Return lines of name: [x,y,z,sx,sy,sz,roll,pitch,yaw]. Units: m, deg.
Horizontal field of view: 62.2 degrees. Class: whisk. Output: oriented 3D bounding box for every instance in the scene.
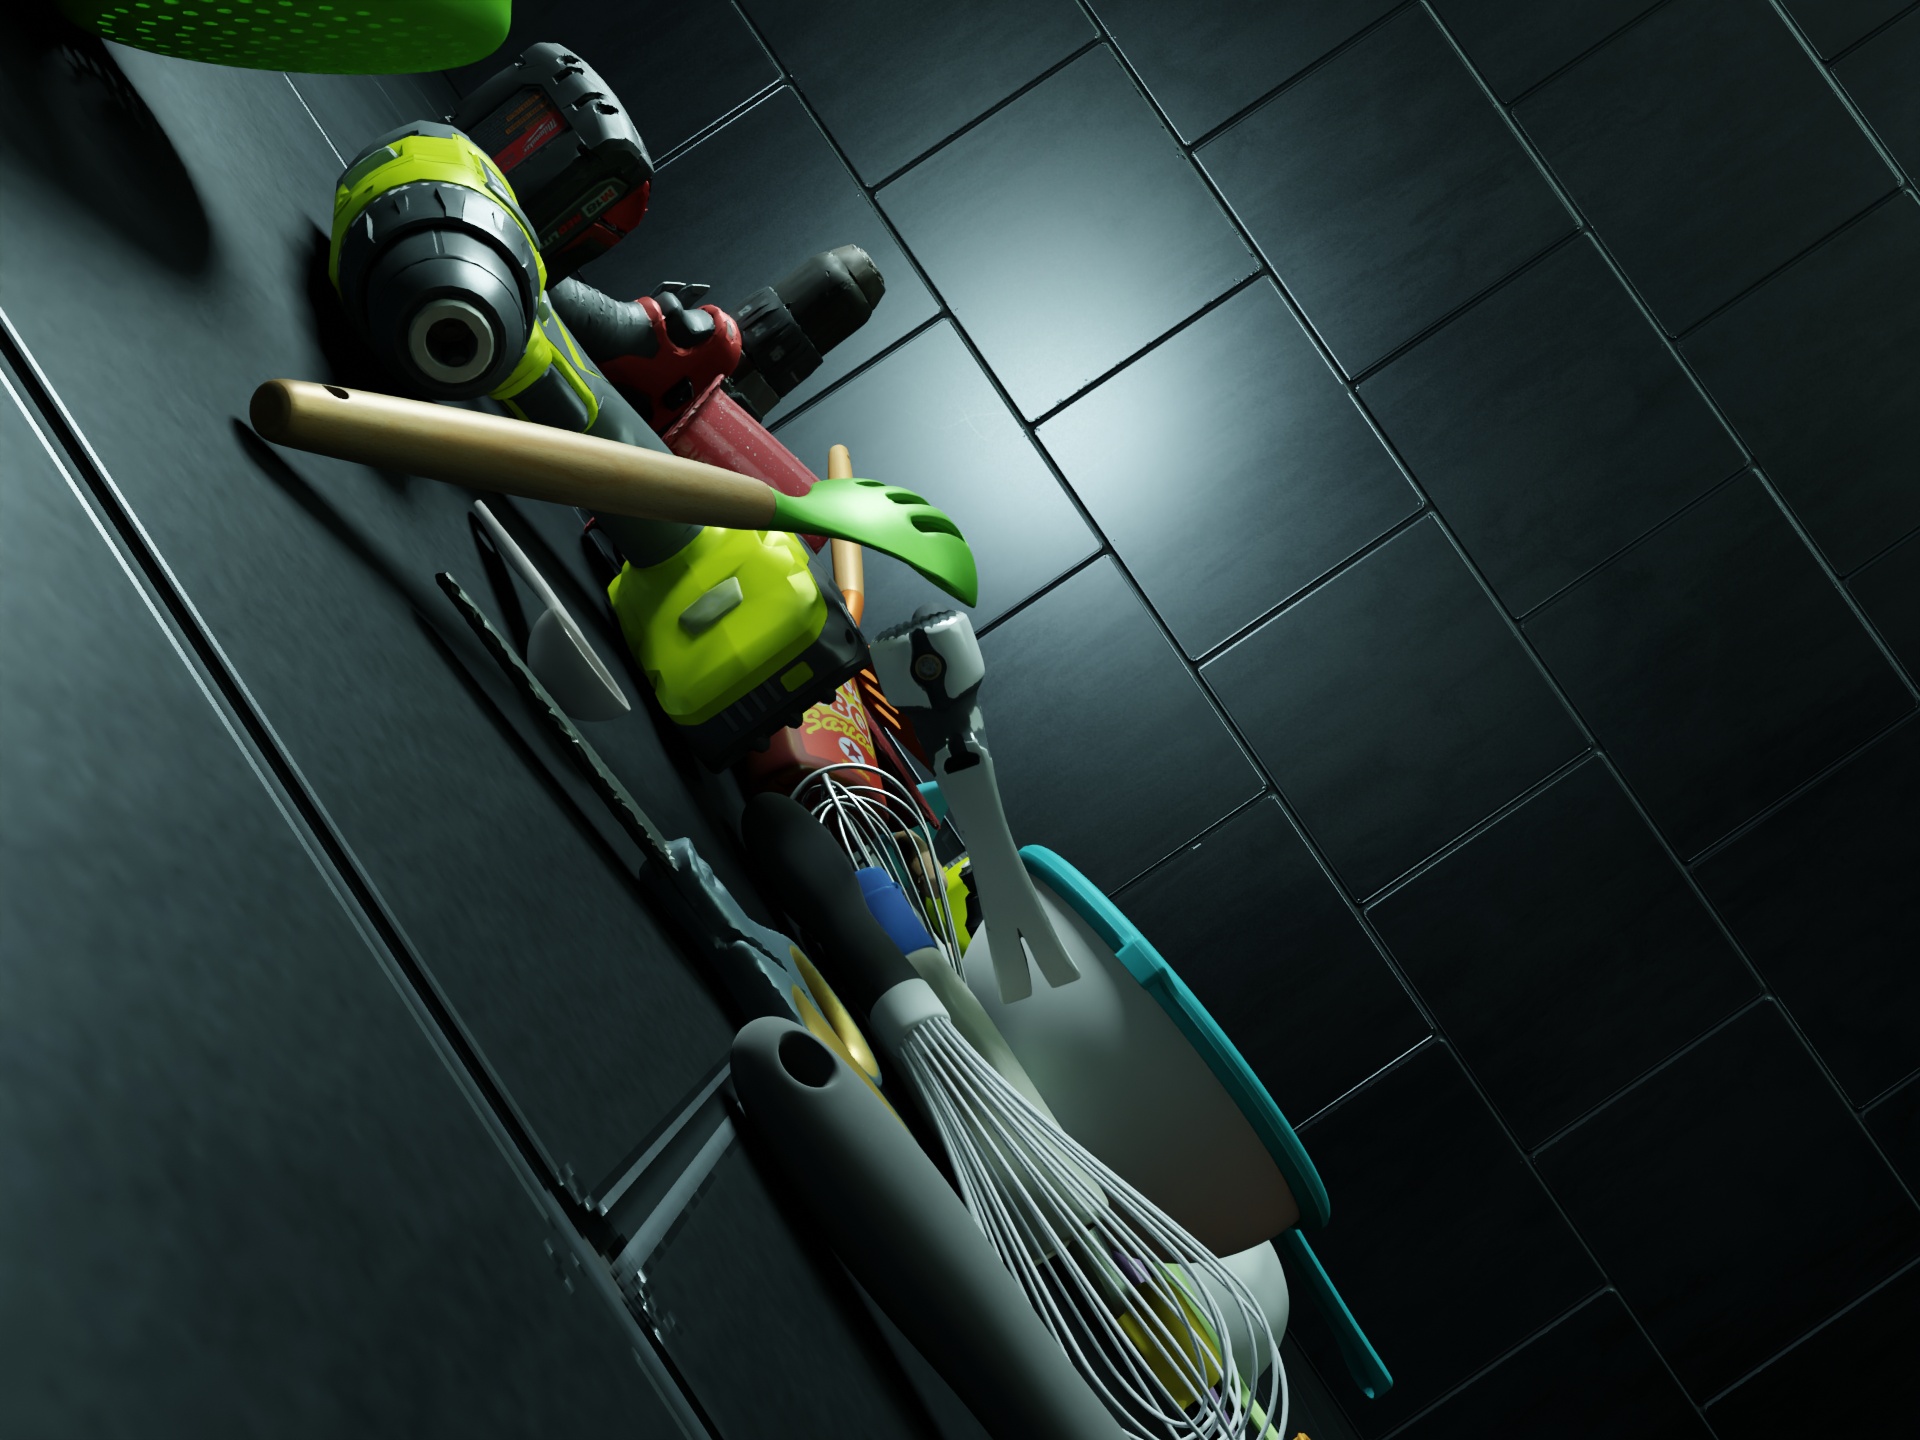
whisk: [0.025,0.160,0.330,0.239,0.055,0.055,51,-2,11]
whisk: [0.001,0.117,0.500,0.285,0.070,0.070,49,-4,35]
whisk: [0.002,0.128,0.632,0.246,0.059,0.058,61,-13,3]

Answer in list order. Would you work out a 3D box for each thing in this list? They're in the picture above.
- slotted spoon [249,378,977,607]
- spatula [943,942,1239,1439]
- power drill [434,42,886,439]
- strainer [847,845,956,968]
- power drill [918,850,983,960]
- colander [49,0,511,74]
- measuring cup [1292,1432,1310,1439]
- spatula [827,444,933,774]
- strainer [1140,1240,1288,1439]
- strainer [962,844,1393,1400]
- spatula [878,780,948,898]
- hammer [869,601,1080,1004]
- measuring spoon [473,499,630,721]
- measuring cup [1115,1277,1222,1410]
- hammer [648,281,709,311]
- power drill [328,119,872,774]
slotted spoon: [-0.072,-0.065,0.464,0.070,0.031,0.313,38,16,21]
spatula: [0.065,0.251,0.868,0.316,0.018,0.059,57,-7,30]
power drill: [-0.144,-0.207,0.756,0.080,0.188,0.226,55,3,27]
strainer: [0.010,0.152,0.813,0.258,0.050,0.087,53,14,-3]
power drill: [0.042,0.146,0.977,0.171,0.080,0.223,56,-6,-6]
colander: [-0.209,-0.235,0.471,0.397,0.204,0.094,22,-66,61]
measuring cup: [0.123,0.300,0.508,0.095,0.052,0.173,56,1,2]
spatula: [-0.054,-0.082,0.892,0.323,0.041,0.081,-100,167,-54]
strainer: [0.164,0.335,0.863,0.257,0.069,0.151,52,-10,45]
strainer: [0.093,0.216,0.733,0.340,0.095,0.211,58,-10,-19]
spatula: [-0.020,0.076,0.923,0.044,0.082,0.317,26,0,-7]
hammer: [-0.001,-0.002,0.740,0.409,0.036,0.149,-103,175,-78]
measuring spoon: [-0.125,-0.033,0.455,0.124,0.018,0.034,45,-10,48]
measuring cup: [0.081,0.260,0.715,0.062,0.029,0.156,55,-3,46]
hammer: [-0.137,-0.106,1.014,0.144,0.035,0.406,-53,-124,42]
power drill: [-0.127,-0.091,0.551,0.228,0.080,0.191,53,1,-34]
